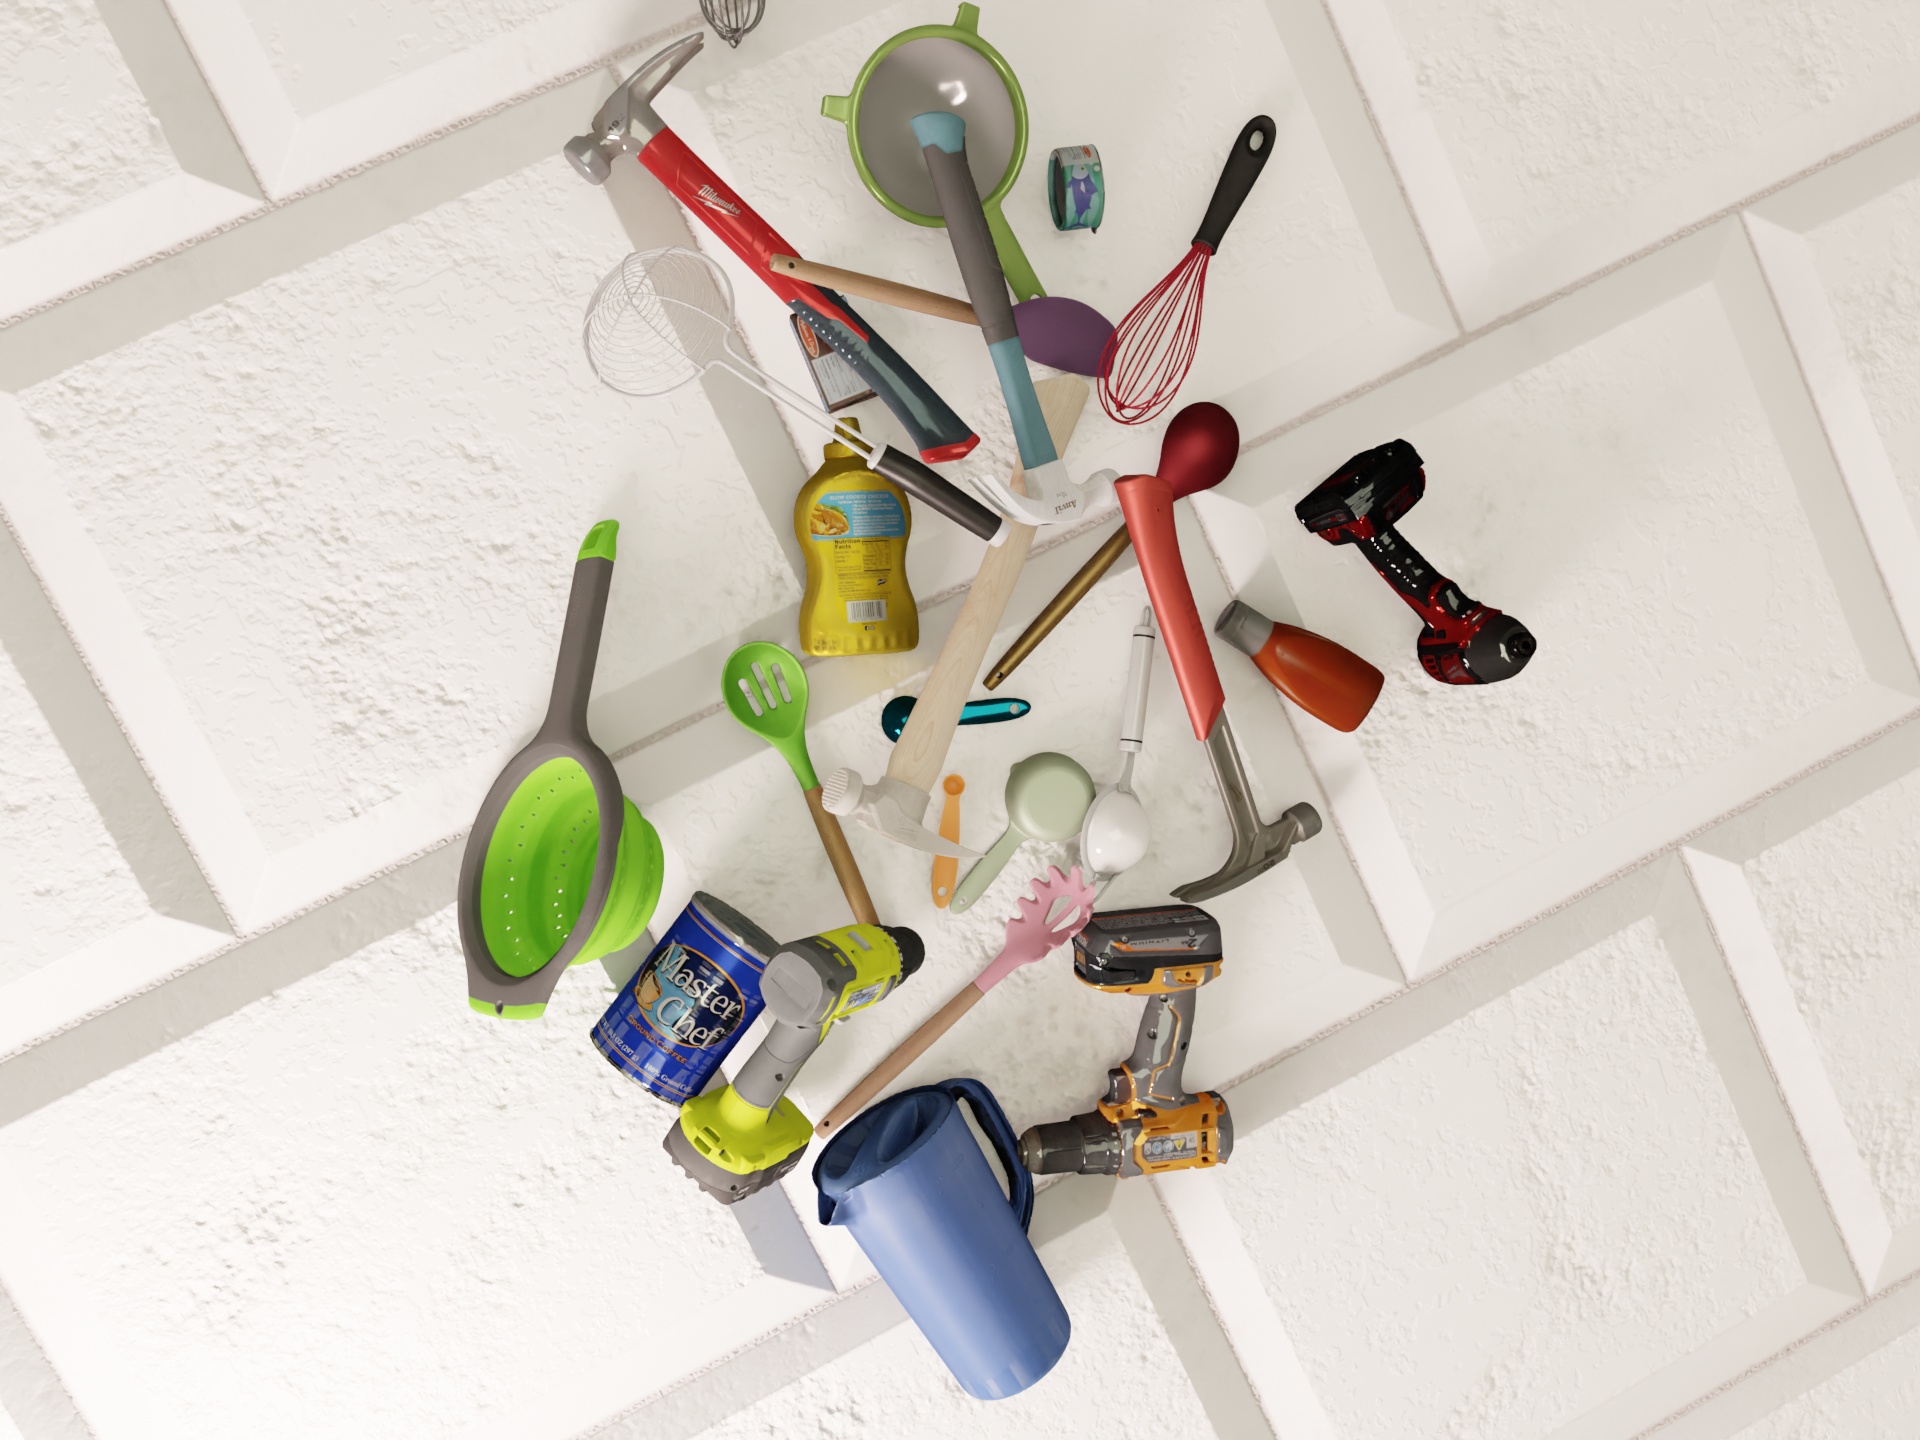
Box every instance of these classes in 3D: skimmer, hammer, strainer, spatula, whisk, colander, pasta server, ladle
[{"bbox_3d":[-0.122,-0.239,1.242,0.363,0.090,0.127,31,85,-16],"label":"skimmer"},{"bbox_3d":[-0.121,-0.357,1.253,0.386,0.038,0.143,44,85,-7],"label":"hammer"},{"bbox_3d":[0.190,-0.031,1.321,0.149,0.037,0.359,-26,106,-19],"label":"hammer"},{"bbox_3d":[0.144,0.029,1.345,0.086,0.050,0.258,13,83,-49],"label":"strainer"},{"bbox_3d":[-0.005,-0.330,1.267,0.315,0.018,0.060,6,93,-30],"label":"spatula"},{"bbox_3d":[0.194,-0.378,1.325,0.073,0.073,0.296,28,83,-10],"label":"whisk"},{"bbox_3d":[-0.192,-0.648,1.246,0.055,0.055,0.239,-8,91,-9],"label":"whisk"},{"bbox_3d":[0.000,-0.432,1.293,0.151,0.069,0.256,-37,116,-8],"label":"strainer"},{"bbox_3d":[-0.287,0.040,1.256,0.094,0.204,0.397,20,72,-43],"label":"colander"},{"bbox_3d":[-0.007,0.241,1.336,0.316,0.040,0.060,-43,63,1],"label":"pasta server"},{"bbox_3d":[0.027,-0.090,1.303,0.146,0.038,0.411,26,81,-29],"label":"hammer"},{"bbox_3d":[0.030,-0.312,1.250,0.128,0.033,0.331,-25,103,-31],"label":"hammer"},{"bbox_3d":[0.127,-0.145,1.345,0.069,0.031,0.315,42,89,-13],"label":"ladle"}]

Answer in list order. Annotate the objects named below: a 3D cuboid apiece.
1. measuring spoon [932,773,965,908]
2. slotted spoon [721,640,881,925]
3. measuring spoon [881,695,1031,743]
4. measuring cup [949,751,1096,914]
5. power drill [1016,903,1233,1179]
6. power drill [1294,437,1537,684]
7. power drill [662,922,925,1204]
[{"bbox_3d":[-0.011,0.102,1.349,0.021,0.011,0.117,4,97,-12],"label":"measuring spoon"},{"bbox_3d":[-0.116,0.080,1.321,0.070,0.031,0.313,-24,99,-7],"label":"slotted spoon"},{"bbox_3d":[-0.002,-0.004,1.334,0.128,0.021,0.042,-7,95,-7],"label":"measuring spoon"},{"bbox_3d":[0.049,0.100,1.341,0.083,0.038,0.167,41,85,-10],"label":"measuring cup"},{"bbox_3d":[0.137,0.279,1.347,0.185,0.084,0.226,-4,99,-13],"label":"power drill"},{"bbox_3d":[0.390,-0.122,1.330,0.078,0.143,0.219,-40,97,-7],"label":"power drill"},{"bbox_3d":[-0.123,0.258,1.262,0.080,0.190,0.228,37,106,20],"label":"power drill"}]
